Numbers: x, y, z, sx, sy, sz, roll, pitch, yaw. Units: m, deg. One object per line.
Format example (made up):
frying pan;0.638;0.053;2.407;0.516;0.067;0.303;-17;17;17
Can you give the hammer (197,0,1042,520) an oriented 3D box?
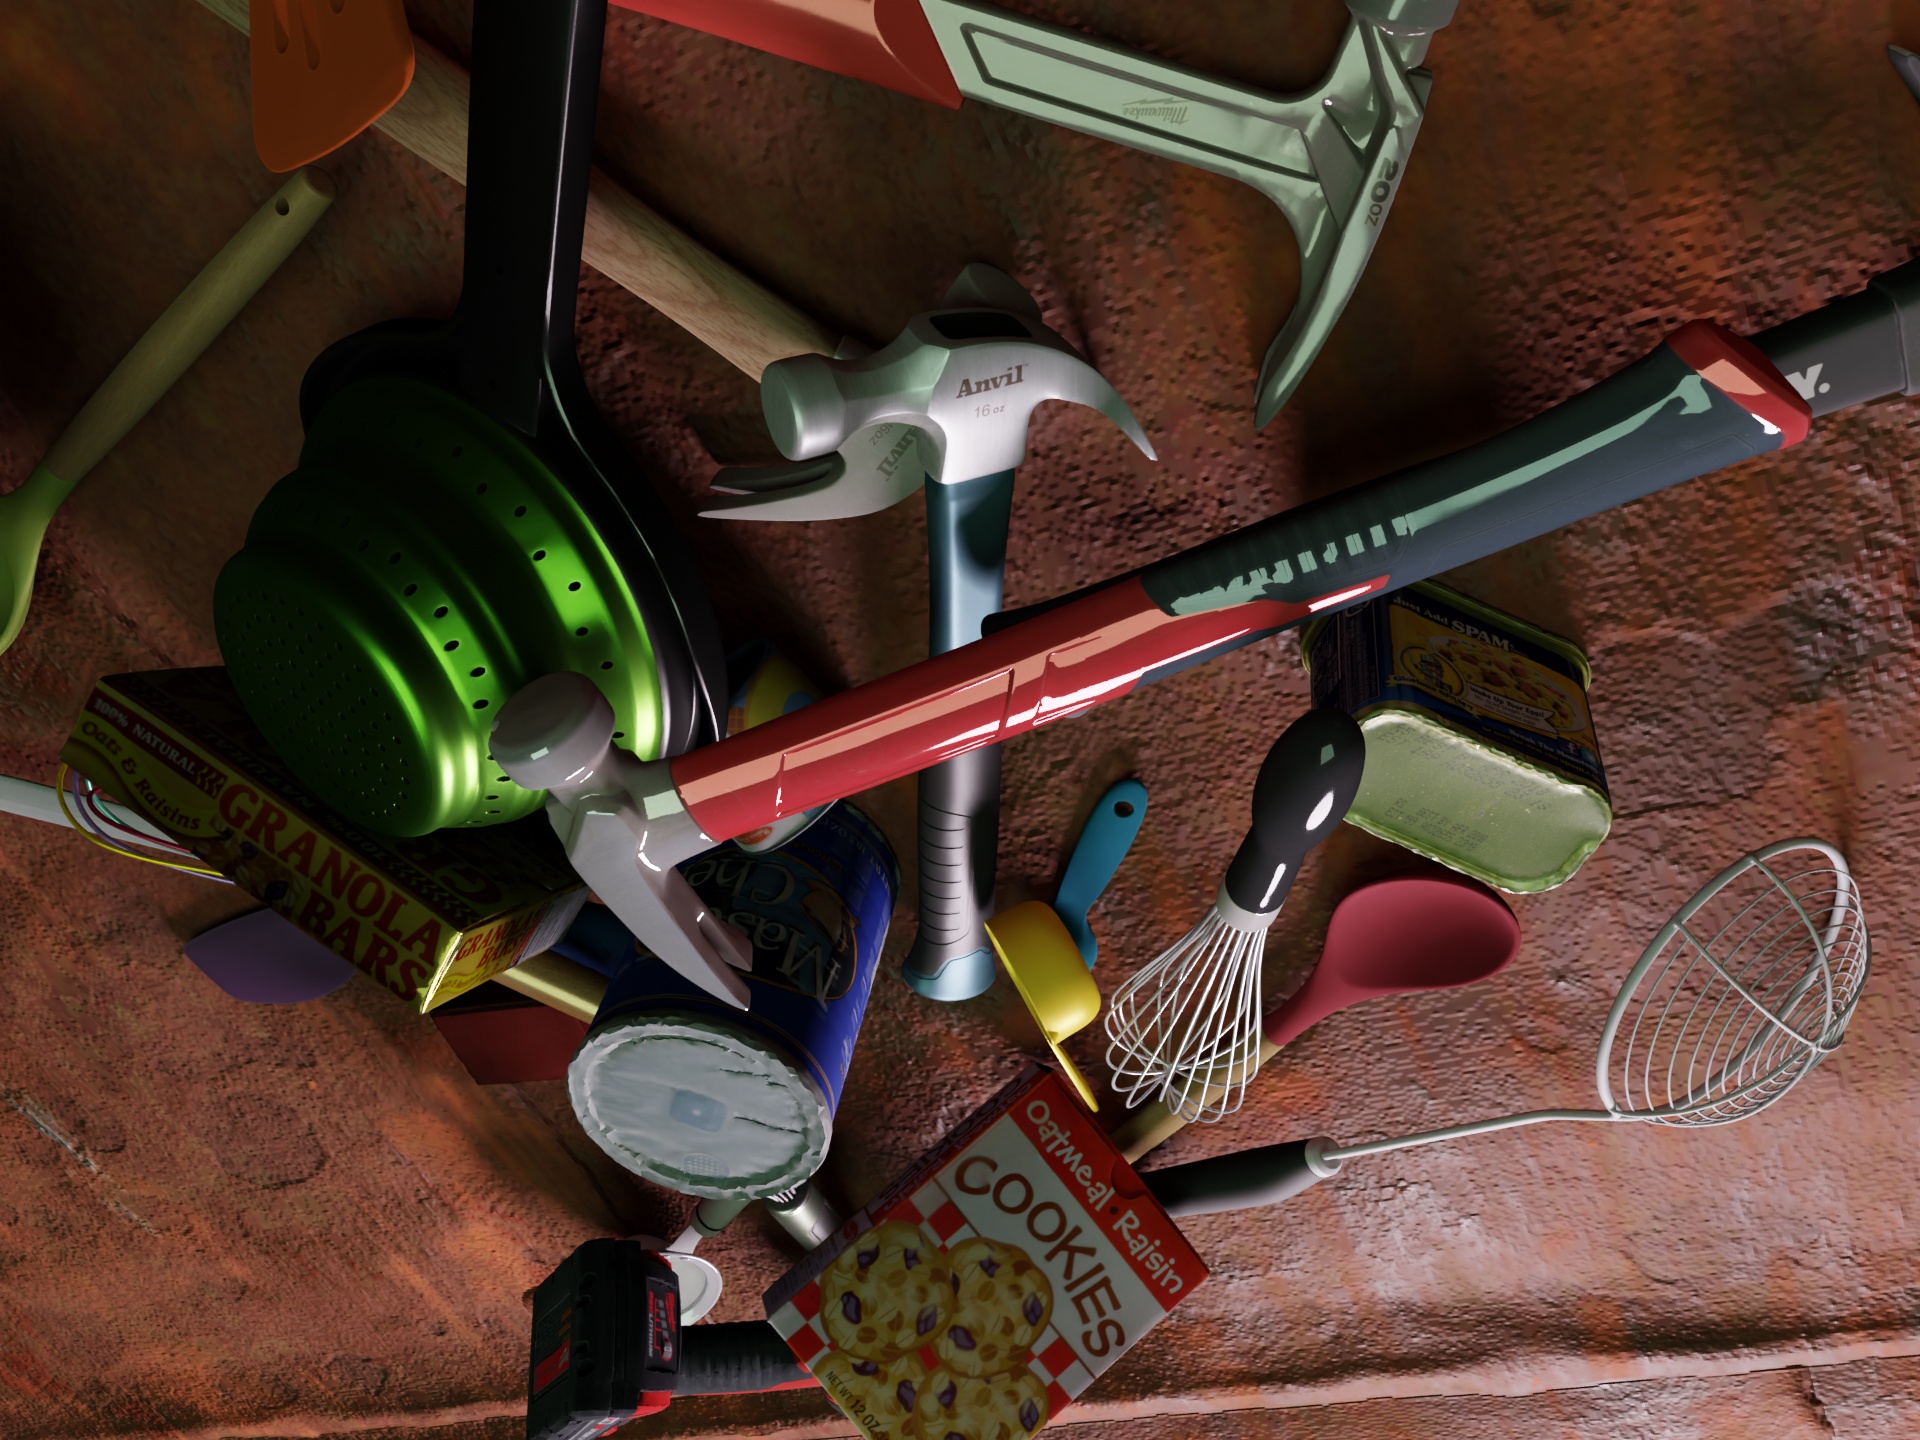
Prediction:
hammer;-0.143;-0.177;0.518;0.331;0.031;0.130;33;126;-12

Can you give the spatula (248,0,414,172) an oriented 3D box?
spatula;-0.220;-0.307;0.397;0.081;0.041;0.322;-6;116;40

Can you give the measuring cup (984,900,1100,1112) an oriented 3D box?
measuring cup;0.049;0.128;0.680;0.029;0.062;0.156;-30;140;-3

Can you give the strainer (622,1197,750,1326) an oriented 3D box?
strainer;-0.138;0.268;0.851;0.086;0.050;0.258;21;125;-32

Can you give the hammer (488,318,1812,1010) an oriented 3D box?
hammer;0.058;-0.015;0.490;0.386;0.038;0.143;-20;130;12

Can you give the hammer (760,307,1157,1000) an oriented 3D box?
hammer;-0.001;-0.002;0.592;0.128;0.033;0.330;-19;138;-20

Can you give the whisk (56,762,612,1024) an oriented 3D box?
whisk;-0.255;0.072;0.659;0.245;0.047;0.051;26;116;-6

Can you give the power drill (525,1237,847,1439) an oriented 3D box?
power drill;-0.087;0.309;0.797;0.226;0.080;0.187;10;145;-25

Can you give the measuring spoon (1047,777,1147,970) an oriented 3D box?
measuring spoon;0.051;0.074;0.672;0.042;0.021;0.128;19;130;-3

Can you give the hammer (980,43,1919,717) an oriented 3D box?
hammer;0.164;-0.078;0.494;0.335;0.035;0.146;-20;121;14

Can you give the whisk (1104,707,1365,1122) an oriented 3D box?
whisk;0.098;0.079;0.585;0.070;0.070;0.284;12;146;3

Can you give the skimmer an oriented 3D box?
skimmer;0.203;0.148;0.686;0.127;0.090;0.363;18;147;-39

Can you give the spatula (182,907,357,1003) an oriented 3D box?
spatula;-0.251;0.085;0.748;0.316;0.018;0.059;-21;120;26

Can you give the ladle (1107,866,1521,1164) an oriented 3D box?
ladle;0.126;0.154;0.715;0.069;0.031;0.315;34;128;-9

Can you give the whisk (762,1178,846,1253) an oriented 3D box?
whisk;-0.086;0.225;0.770;0.059;0.058;0.246;13;150;24

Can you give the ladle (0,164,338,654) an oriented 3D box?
ladle;-0.328;-0.104;0.583;0.320;0.062;0.078;-28;94;32

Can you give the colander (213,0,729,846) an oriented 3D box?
colander;-0.167;-0.081;0.497;0.204;0.094;0.396;35;137;14

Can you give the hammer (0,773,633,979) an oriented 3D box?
hammer;-0.336;0.053;0.715;0.405;0.035;0.144;13;127;7

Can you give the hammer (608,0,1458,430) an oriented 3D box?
hammer;-0.045;-0.205;0.474;0.359;0.037;0.149;16;128;-1
